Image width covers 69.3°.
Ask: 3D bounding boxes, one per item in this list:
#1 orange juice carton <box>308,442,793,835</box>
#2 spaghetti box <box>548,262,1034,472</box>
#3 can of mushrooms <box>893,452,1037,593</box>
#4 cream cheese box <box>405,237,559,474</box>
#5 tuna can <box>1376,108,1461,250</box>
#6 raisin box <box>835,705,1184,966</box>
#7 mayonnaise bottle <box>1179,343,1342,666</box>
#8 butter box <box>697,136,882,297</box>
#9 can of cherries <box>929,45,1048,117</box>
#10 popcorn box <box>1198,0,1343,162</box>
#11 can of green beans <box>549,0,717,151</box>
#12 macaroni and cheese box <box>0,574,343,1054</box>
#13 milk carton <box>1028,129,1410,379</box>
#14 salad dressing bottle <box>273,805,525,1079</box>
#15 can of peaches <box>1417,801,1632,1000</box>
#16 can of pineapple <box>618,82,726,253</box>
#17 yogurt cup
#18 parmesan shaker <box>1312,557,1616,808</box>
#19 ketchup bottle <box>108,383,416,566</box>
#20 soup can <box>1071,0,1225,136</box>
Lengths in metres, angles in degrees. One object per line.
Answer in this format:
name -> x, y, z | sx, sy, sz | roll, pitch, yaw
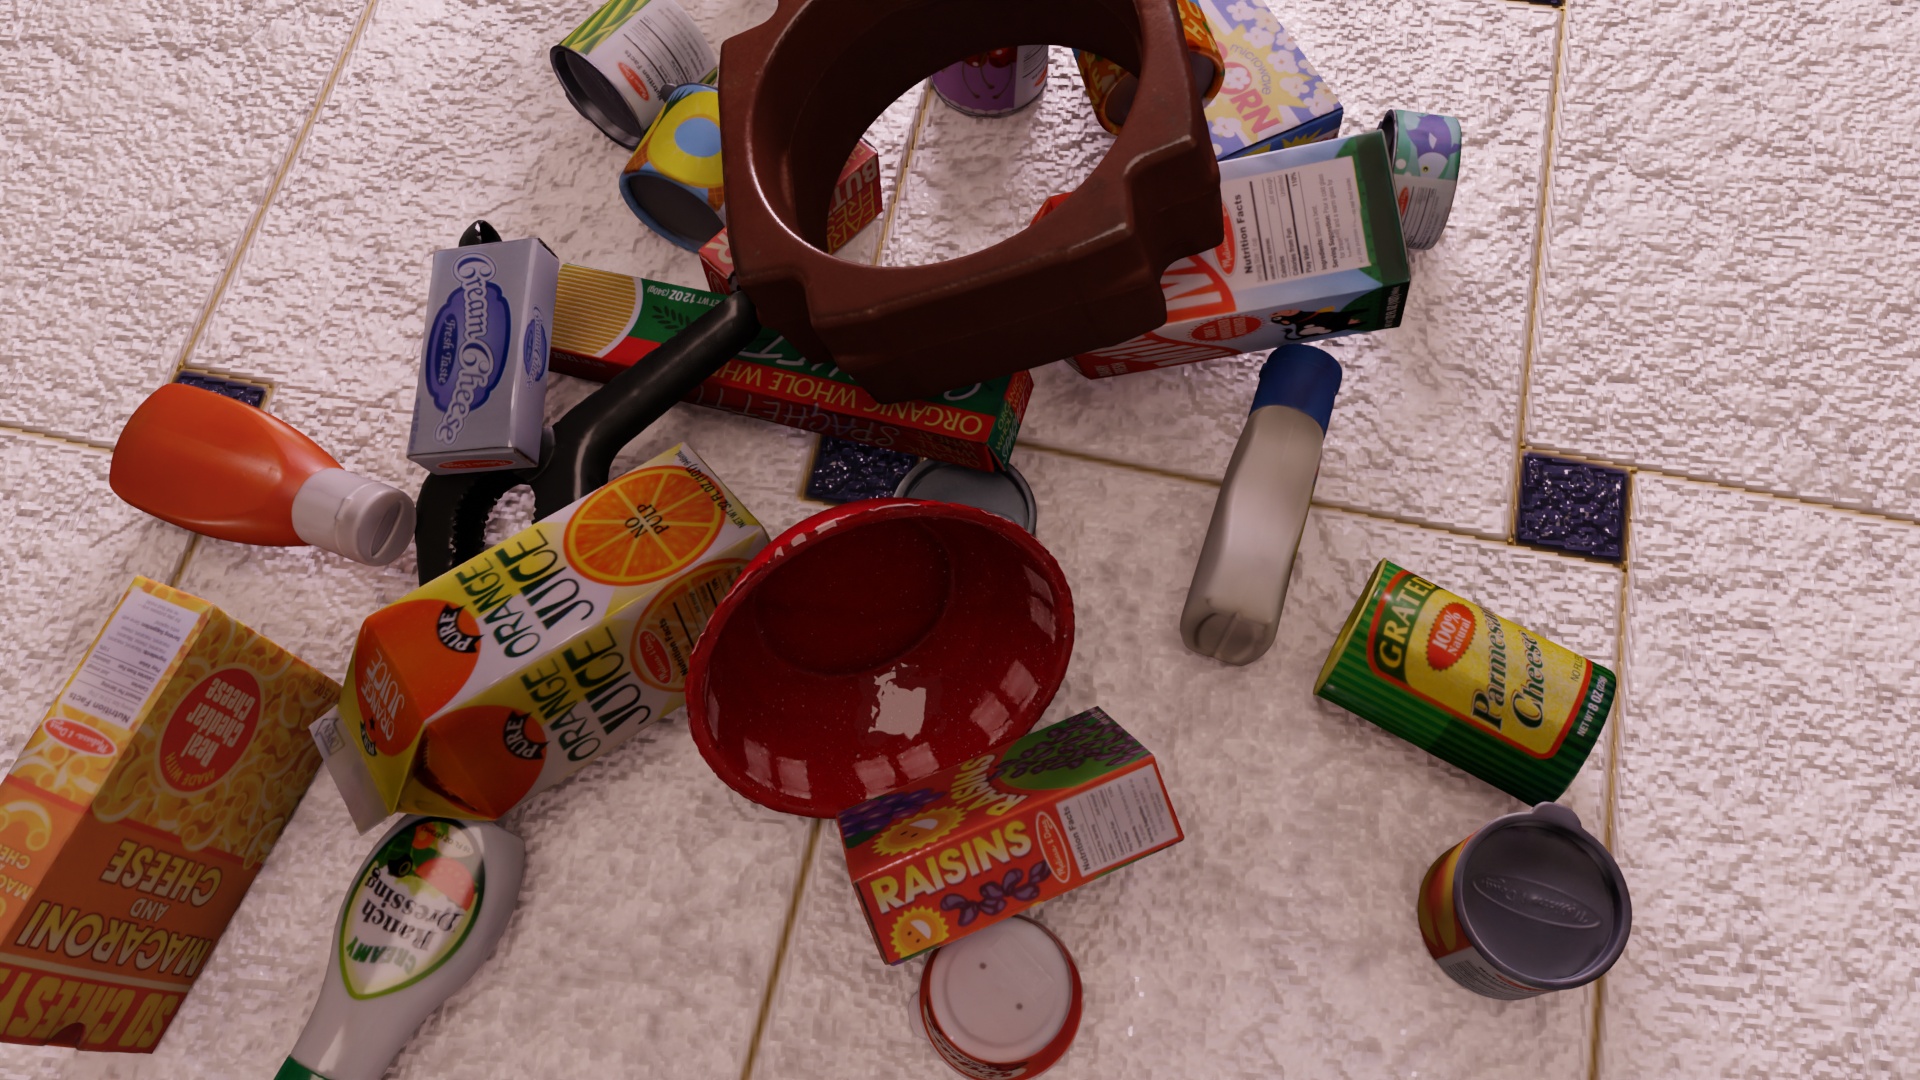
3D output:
orange juice carton -> -0.171, 0.046, 0.579 | 0.193, 0.072, 0.072 | -32, 49, -18
spaghetti box -> -0.090, -0.084, 0.656 | 0.250, 0.028, 0.050 | 14, 69, 18
can of mushrooms -> 0.002, -0.008, 0.639 | 0.071, 0.033, 0.071 | -1, 67, 2
cream cheese box -> -0.212, -0.083, 0.620 | 0.053, 0.024, 0.104 | -4, 72, 14
tuna can -> 0.222, -0.180, 0.688 | 0.033, 0.070, 0.071 | 8, 68, 5
raisin box -> 0.016, 0.115, 0.556 | 0.123, 0.086, 0.040 | -21, 100, -7
mayonnaise bottle -> 0.138, -0.021, 0.626 | 0.041, 0.064, 0.149 | 19, 65, 7
butter box -> -0.083, -0.155, 0.694 | 0.024, 0.053, 0.104 | 41, 74, 15
can of cherries -> 0.012, -0.270, 0.737 | 0.071, 0.058, 0.072 | -1, 67, 1
popcorn box -> 0.131, -0.245, 0.733 | 0.085, 0.038, 0.127 | -25, 69, -7
can of green beans -> -0.171, -0.249, 0.731 | 0.071, 0.071, 0.058 | 37, 72, 16
macaroni and cheese box -> -0.322, 0.113, 0.549 | 0.040, 0.123, 0.167 | 19, 69, 11
milk carton -> 0.103, -0.125, 0.646 | 0.190, 0.072, 0.073 | -9, 80, 12
salad dressing bottle -> -0.233, 0.179, 0.561 | 0.064, 0.043, 0.148 | 22, 70, 9
can of peaches -> 0.222, 0.144, 0.552 | 0.071, 0.058, 0.071 | -1, 66, 2
can of pineapple -> -0.132, -0.187, 0.702 | 0.071, 0.070, 0.058 | 21, 70, 11
yogurt cup -> 0.016, 0.178, 0.547 | 0.072, 0.053, 0.072 | 0, 67, 1
parmesan shaker -> 0.212, 0.058, 0.586 | 0.103, 0.071, 0.071 | 27, 71, 13
ketchup bottle -> -0.318, -0.026, 0.637 | 0.149, 0.043, 0.065 | 17, 77, 21
soup can -> 0.085, -0.252, 0.679 | 0.071, 0.071, 0.084 | -15, 70, -4
